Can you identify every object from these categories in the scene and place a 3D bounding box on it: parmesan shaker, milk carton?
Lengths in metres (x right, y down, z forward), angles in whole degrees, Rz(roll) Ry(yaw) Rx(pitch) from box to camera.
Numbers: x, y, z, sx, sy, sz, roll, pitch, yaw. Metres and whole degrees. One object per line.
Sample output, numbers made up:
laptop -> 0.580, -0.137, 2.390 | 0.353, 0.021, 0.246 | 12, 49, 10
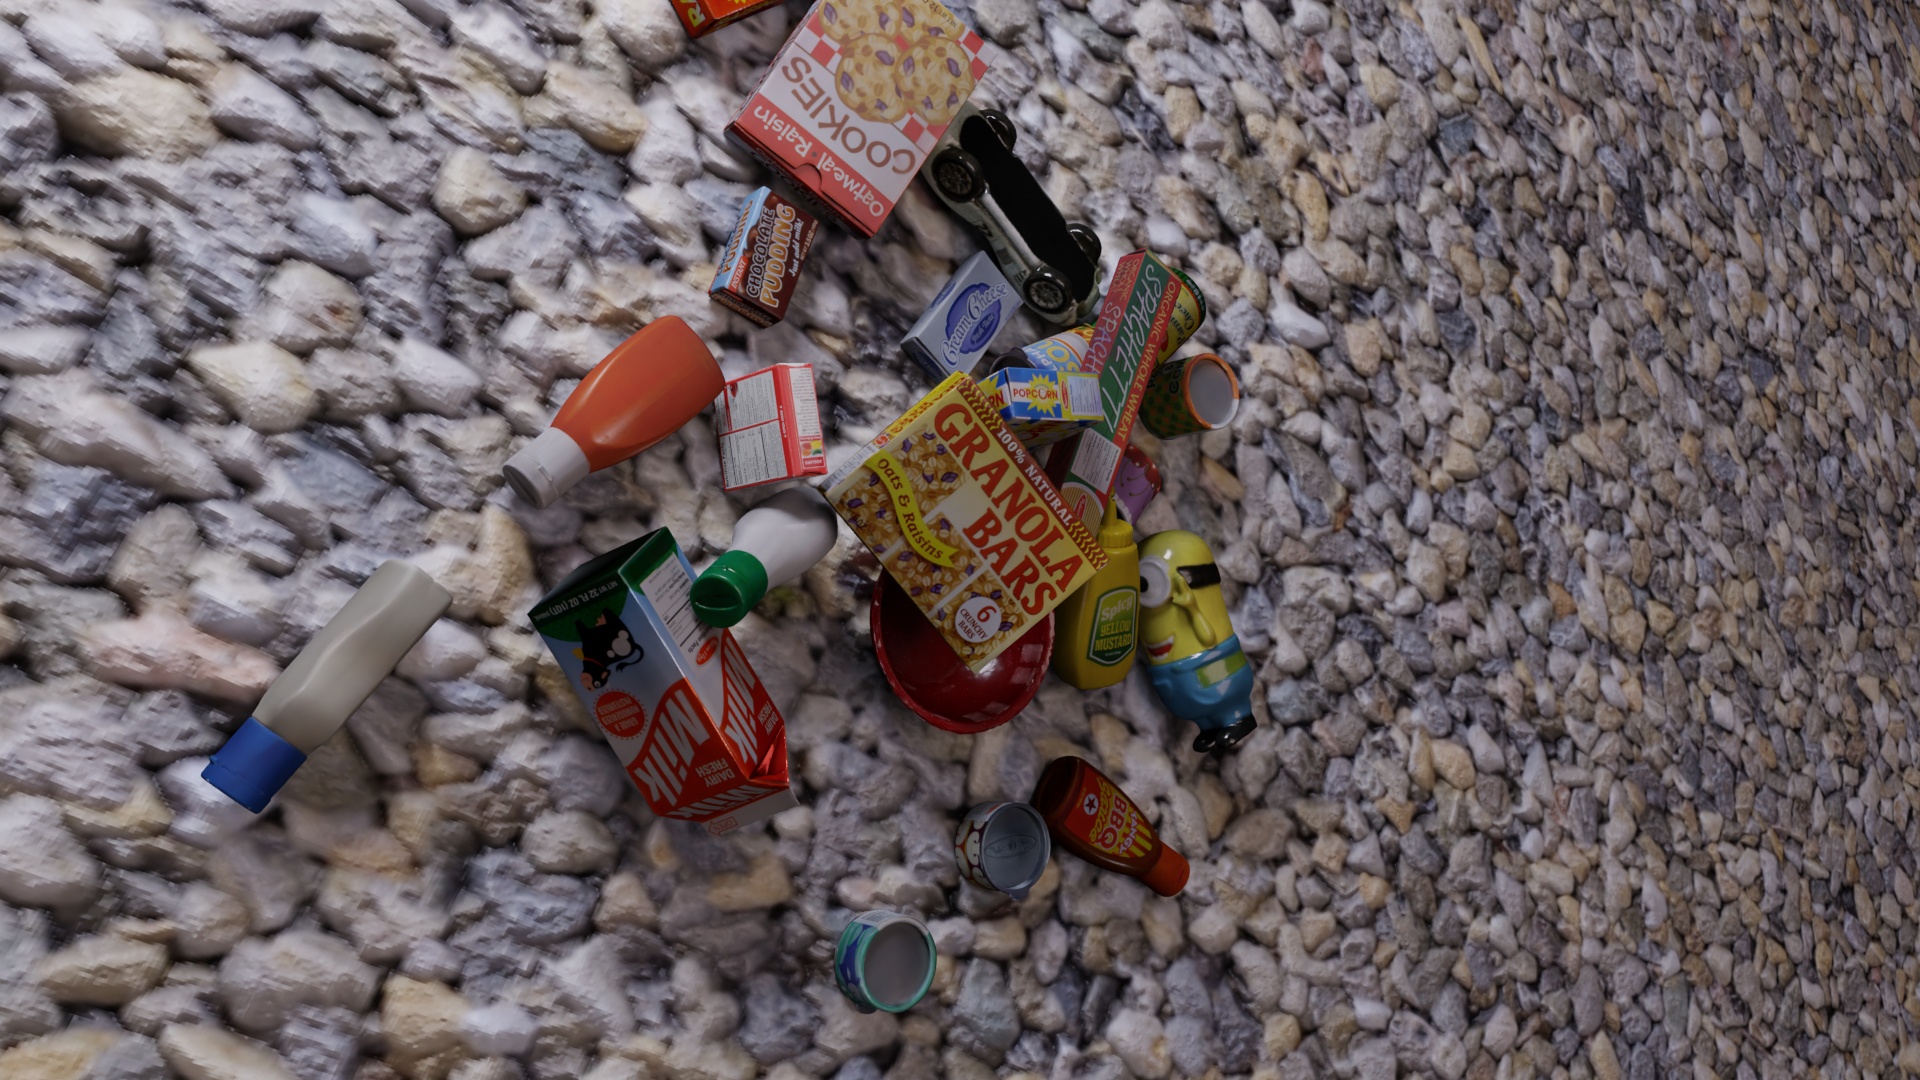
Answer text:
parmesan shaker -> 0.148, -0.176, 1.145 | 0.103, 0.071, 0.071 | -45, 111, -32
milk carton -> -0.173, 0.097, 0.852 | 0.190, 0.072, 0.074 | 61, 20, -14

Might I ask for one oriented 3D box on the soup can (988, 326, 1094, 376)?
soup can -> 0.074, -0.128, 1.082 | 0.084, 0.071, 0.071 | -26, 101, -37

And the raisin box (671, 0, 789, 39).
raisin box -> -0.153, -0.411, 0.963 | 0.124, 0.040, 0.086 | -38, 108, -35

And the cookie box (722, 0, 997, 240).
cookie box -> -0.069, -0.316, 0.981 | 0.123, 0.040, 0.167 | 36, 80, -21

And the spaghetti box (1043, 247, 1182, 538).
spaghetti box -> 0.109, -0.101, 1.049 | 0.050, 0.028, 0.250 | 31, 72, -36

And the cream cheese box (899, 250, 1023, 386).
cream cheese box -> 0.002, -0.168, 1.061 | 0.053, 0.024, 0.104 | 47, 60, -23

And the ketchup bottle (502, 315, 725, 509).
ketchup bottle -> -0.218, -0.078, 0.872 | 0.149, 0.043, 0.064 | -46, 111, -31

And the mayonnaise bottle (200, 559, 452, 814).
mayonnaise bottle -> -0.342, 0.077, 0.752 | 0.041, 0.064, 0.149 | 48, 64, -28

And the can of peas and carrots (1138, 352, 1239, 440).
can of peas and carrots -> 0.192, -0.124, 1.176 | 0.071, 0.058, 0.071 | 5, 82, -37

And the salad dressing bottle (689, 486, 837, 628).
salad dressing bottle -> -0.125, 0.009, 0.889 | 0.148, 0.064, 0.043 | -53, 141, -63

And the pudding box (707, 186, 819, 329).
pudding box -> -0.136, -0.195, 0.957 | 0.049, 0.030, 0.084 | 29, 68, -30

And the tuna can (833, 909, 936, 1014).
tuna can -> -0.052, 0.293, 0.961 | 0.071, 0.032, 0.071 | 5, 81, -36

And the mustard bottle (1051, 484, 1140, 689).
mustard bottle -> 0.107, 0.035, 1.069 | 0.065, 0.049, 0.159 | -9, 113, -33

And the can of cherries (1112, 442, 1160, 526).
can of cherries -> 0.119, -0.037, 1.108 | 0.071, 0.071, 0.059 | 52, 57, -21

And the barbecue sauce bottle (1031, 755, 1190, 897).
barbecue sauce bottle -> 0.121, 0.231, 1.092 | 0.148, 0.043, 0.065 | 40, 61, -27

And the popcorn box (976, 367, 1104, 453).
popcorn box -> 0.031, -0.087, 1.008 | 0.085, 0.126, 0.038 | -1, 78, -37

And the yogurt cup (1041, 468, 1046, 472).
yogurt cup -> 0.050, -0.025, 1.061 | 0.072, 0.054, 0.072 | 4, 83, -37

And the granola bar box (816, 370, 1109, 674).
granola bar box -> 0.003, -0.012, 0.934 | 0.124, 0.039, 0.165 | -40, 111, -4

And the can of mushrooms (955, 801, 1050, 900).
can of mushrooms -> 0.031, 0.229, 1.030 | 0.071, 0.033, 0.071 | 5, 81, -37
